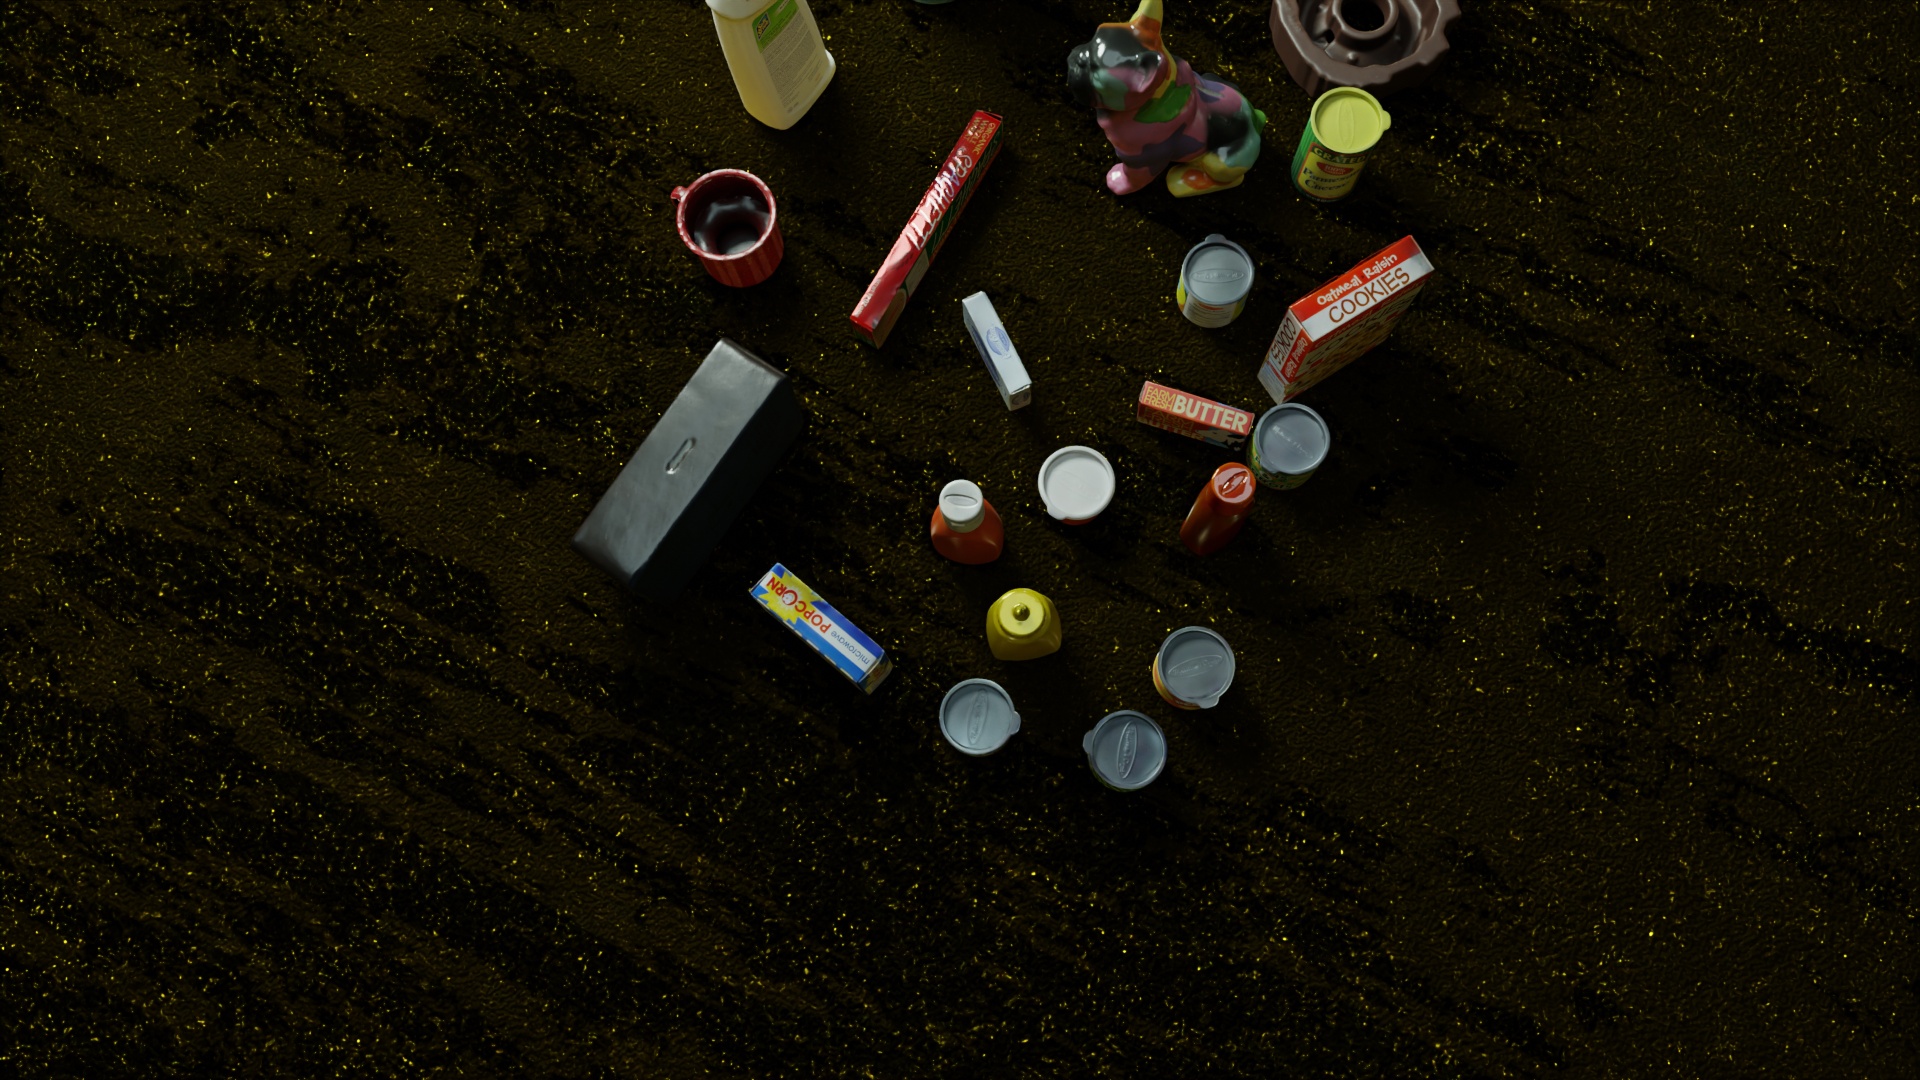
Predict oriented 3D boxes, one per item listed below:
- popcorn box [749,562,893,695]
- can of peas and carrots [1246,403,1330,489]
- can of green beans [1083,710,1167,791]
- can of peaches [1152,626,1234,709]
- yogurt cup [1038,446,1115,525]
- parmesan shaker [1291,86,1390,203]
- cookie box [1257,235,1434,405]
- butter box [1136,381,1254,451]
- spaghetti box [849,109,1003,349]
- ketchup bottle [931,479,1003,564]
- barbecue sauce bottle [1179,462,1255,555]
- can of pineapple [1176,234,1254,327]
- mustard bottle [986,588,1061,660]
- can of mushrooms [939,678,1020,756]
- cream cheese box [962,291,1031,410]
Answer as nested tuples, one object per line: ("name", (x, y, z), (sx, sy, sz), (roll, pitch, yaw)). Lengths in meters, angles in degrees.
("popcorn box", (-0.120, 0.079, 1.222), (0.127, 0.085, 0.038), (39, 82, 11))
("can of peas and carrots", (0.293, -0.082, 1.256), (0.071, 0.058, 0.071), (-1, 77, 3))
("can of green beans", (0.143, 0.183, 1.199), (0.071, 0.057, 0.071), (-1, 77, 3))
("can of peaches", (0.203, 0.115, 1.212), (0.071, 0.058, 0.071), (-1, 77, 3))
("yogurt cup", (0.105, -0.046, 1.258), (0.072, 0.054, 0.072), (-1, 77, 3))
("parmesan shaker", (0.354, -0.367, 1.299), (0.071, 0.103, 0.071), (-1, 77, 3))
("cookie box", (0.334, -0.191, 1.224), (0.123, 0.167, 0.040), (-32, 77, -5))
("butter box", (0.213, -0.113, 1.270), (0.103, 0.053, 0.024), (18, 78, 7))
("spaghetti box", (-0.030, -0.299, 1.328), (0.029, 0.050, 0.250), (28, 79, 9))
("ketchup bottle", (0.004, -0.015, 1.207), (0.065, 0.148, 0.043), (8, 78, 5))
("barbecue sauce bottle", (0.226, -0.029, 1.200), (0.065, 0.148, 0.044), (-41, 78, -6))
("can of pineapple", (0.238, -0.241, 1.297), (0.071, 0.057, 0.071), (-1, 77, 3))
("mustard bottle", (0.054, 0.069, 1.178), (0.065, 0.160, 0.049), (-9, 77, 1))
("can of mushrooms", (0.018, 0.157, 1.224), (0.071, 0.033, 0.071), (-1, 76, 3))
("cream cheese box", (0.034, -0.175, 1.293), (0.024, 0.053, 0.104), (-25, 77, -3))
